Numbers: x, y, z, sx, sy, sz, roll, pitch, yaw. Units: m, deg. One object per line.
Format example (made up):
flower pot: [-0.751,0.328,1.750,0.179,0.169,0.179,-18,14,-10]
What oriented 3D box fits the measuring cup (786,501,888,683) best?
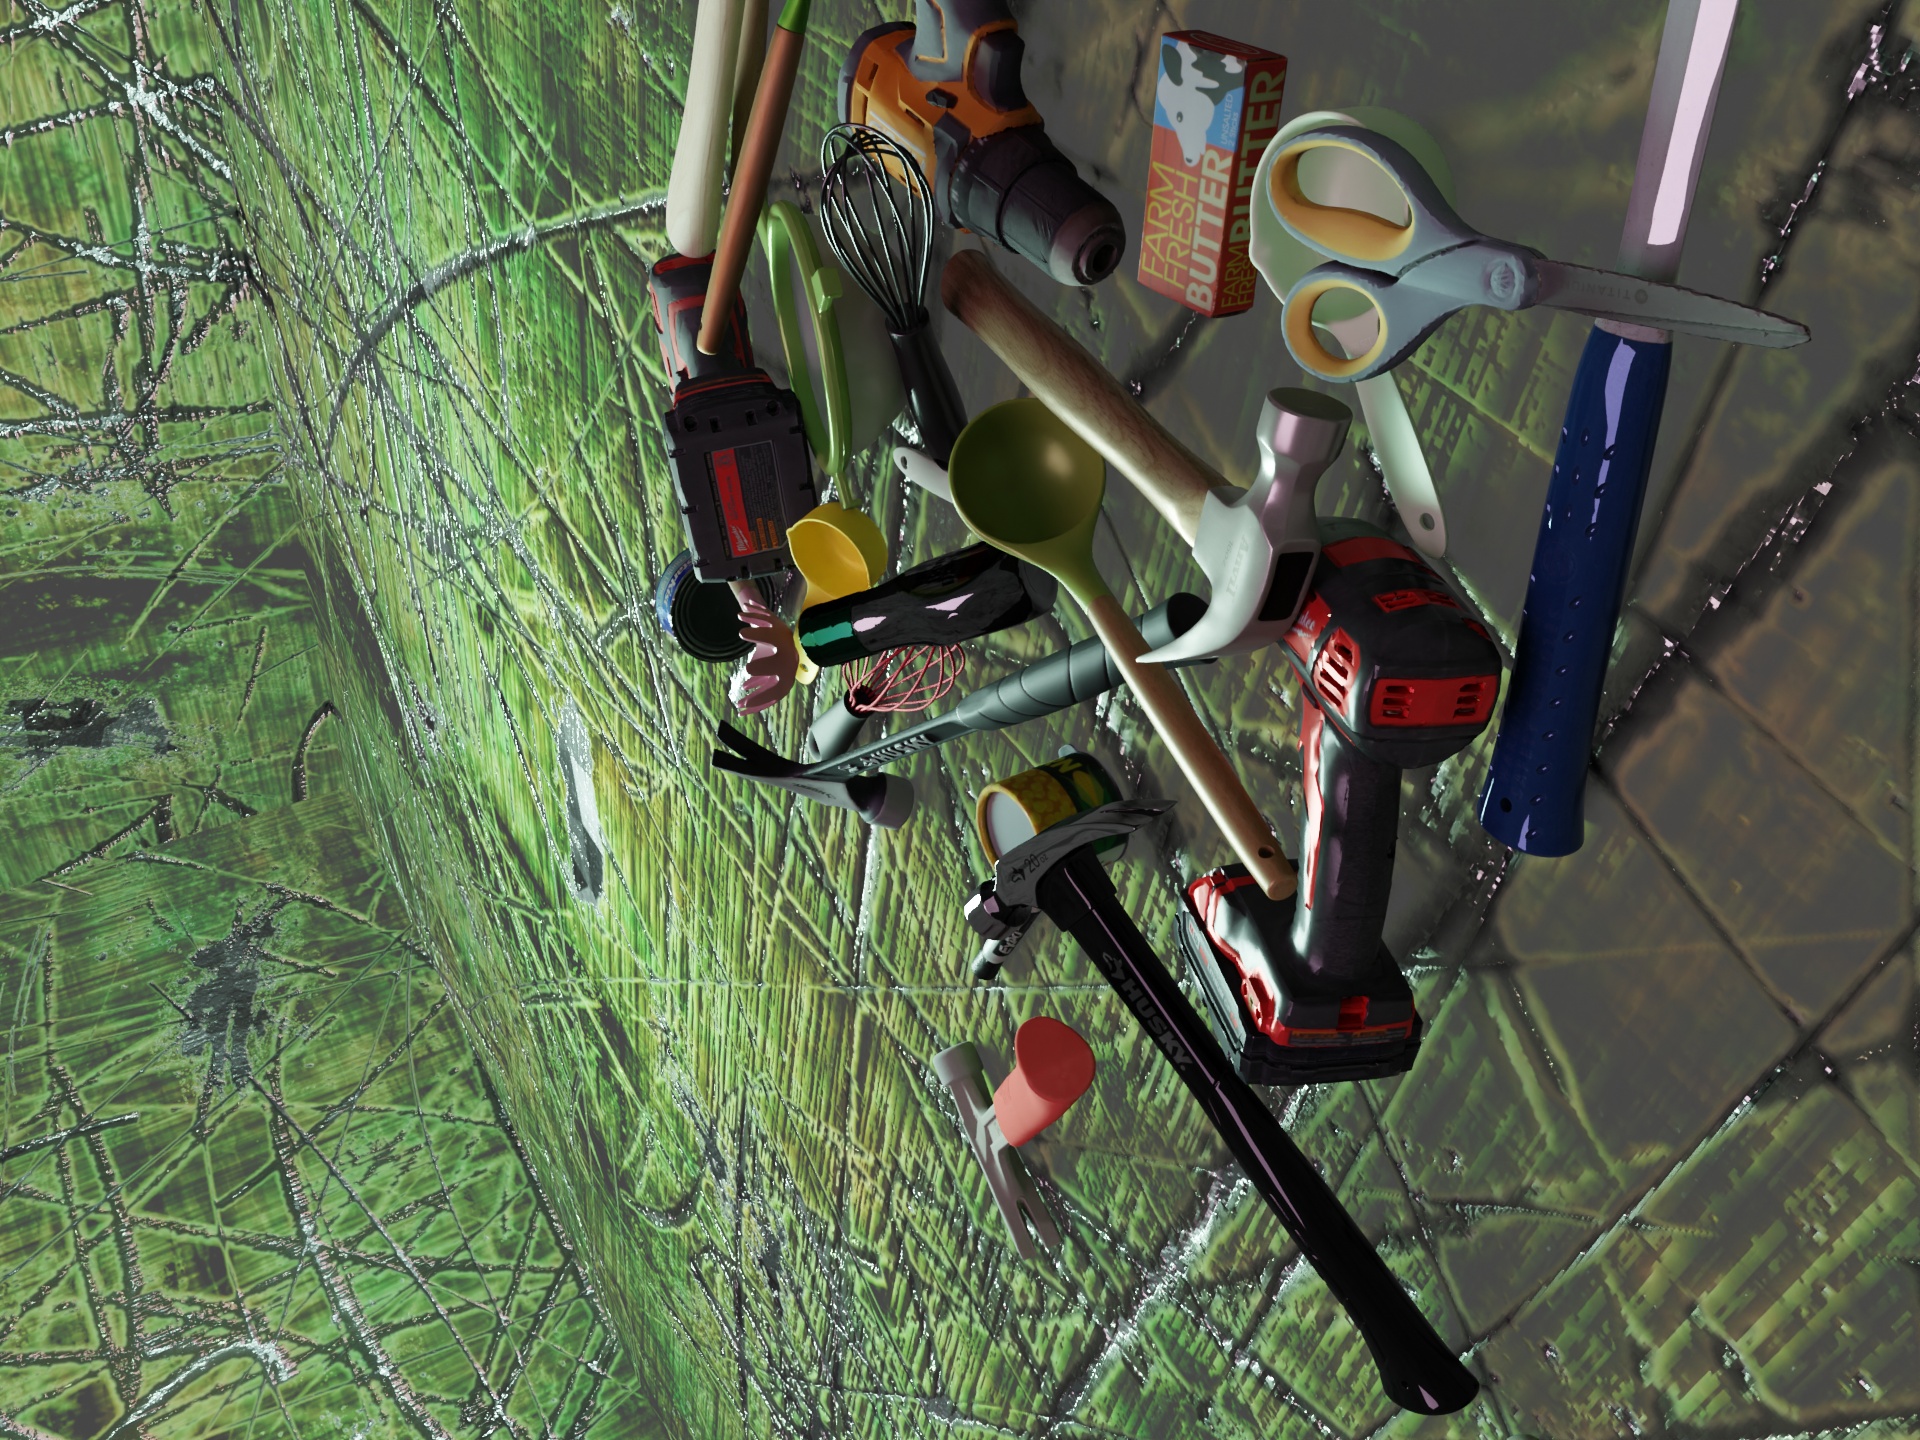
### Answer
measuring cup: [-0.079,-0.073,0.957,0.062,0.029,0.156,36,146,9]

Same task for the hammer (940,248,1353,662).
hammer: [0.059,-0.136,0.698,0.332,0.031,0.130,-123,36,-50]

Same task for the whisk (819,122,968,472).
whisk: [-0.023,-0.199,0.794,0.055,0.055,0.238,53,172,30]

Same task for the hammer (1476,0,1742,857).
hammer: [0.211,-0.136,0.503,0.144,0.035,0.405,37,137,45]

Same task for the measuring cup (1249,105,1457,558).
measuring cup: [0.161,-0.143,0.588,0.083,0.038,0.167,-7,105,60]

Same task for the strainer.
strainer: [-0.072,-0.251,0.918,0.151,0.069,0.257,87,166,-46]

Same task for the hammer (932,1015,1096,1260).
hammer: [0.038,0.238,0.937,0.359,0.036,0.149,104,141,-70]

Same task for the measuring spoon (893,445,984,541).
measuring spoon: [-0.010,-0.132,0.911,0.124,0.018,0.034,38,138,46]

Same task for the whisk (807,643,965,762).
whisk: [-0.060,-0.017,1.033,0.073,0.073,0.296,67,158,8]

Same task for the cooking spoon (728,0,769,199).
cooking spoon: [-0.117,-0.432,0.917,0.069,0.017,0.318,56,148,35]

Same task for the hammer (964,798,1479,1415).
hammer: [0.137,0.187,0.777,0.335,0.035,0.146,54,137,10]

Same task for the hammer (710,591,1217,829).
hammer: [-0.001,-0.003,0.890,0.409,0.149,0.036,-22,55,55]

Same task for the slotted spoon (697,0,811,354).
slotted spoon: [-0.096,-0.337,0.836,0.070,0.031,0.313,-109,35,-51]

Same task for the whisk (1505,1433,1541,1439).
whisk: [0.244,0.428,0.780,0.058,0.059,0.246,-101,15,-56]

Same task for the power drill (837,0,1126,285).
power drill: [0.019,-0.316,0.690,0.186,0.084,0.226,49,149,31]

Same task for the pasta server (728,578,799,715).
pasta server: [-0.152,-0.092,1.048,0.317,0.040,0.060,-124,34,-57]

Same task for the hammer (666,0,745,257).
hammer: [-0.123,-0.417,0.853,0.410,0.038,0.146,111,148,-52]

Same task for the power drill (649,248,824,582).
power drill: [-0.147,-0.176,1.018,0.227,0.080,0.187,-112,12,-50]

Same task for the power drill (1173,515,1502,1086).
power drill: [0.148,0.028,0.647,0.143,0.078,0.219,-108,19,-58]

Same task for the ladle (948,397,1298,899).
ladle: [0.069,-0.043,0.693,0.321,0.078,0.062,-116,5,-48]
